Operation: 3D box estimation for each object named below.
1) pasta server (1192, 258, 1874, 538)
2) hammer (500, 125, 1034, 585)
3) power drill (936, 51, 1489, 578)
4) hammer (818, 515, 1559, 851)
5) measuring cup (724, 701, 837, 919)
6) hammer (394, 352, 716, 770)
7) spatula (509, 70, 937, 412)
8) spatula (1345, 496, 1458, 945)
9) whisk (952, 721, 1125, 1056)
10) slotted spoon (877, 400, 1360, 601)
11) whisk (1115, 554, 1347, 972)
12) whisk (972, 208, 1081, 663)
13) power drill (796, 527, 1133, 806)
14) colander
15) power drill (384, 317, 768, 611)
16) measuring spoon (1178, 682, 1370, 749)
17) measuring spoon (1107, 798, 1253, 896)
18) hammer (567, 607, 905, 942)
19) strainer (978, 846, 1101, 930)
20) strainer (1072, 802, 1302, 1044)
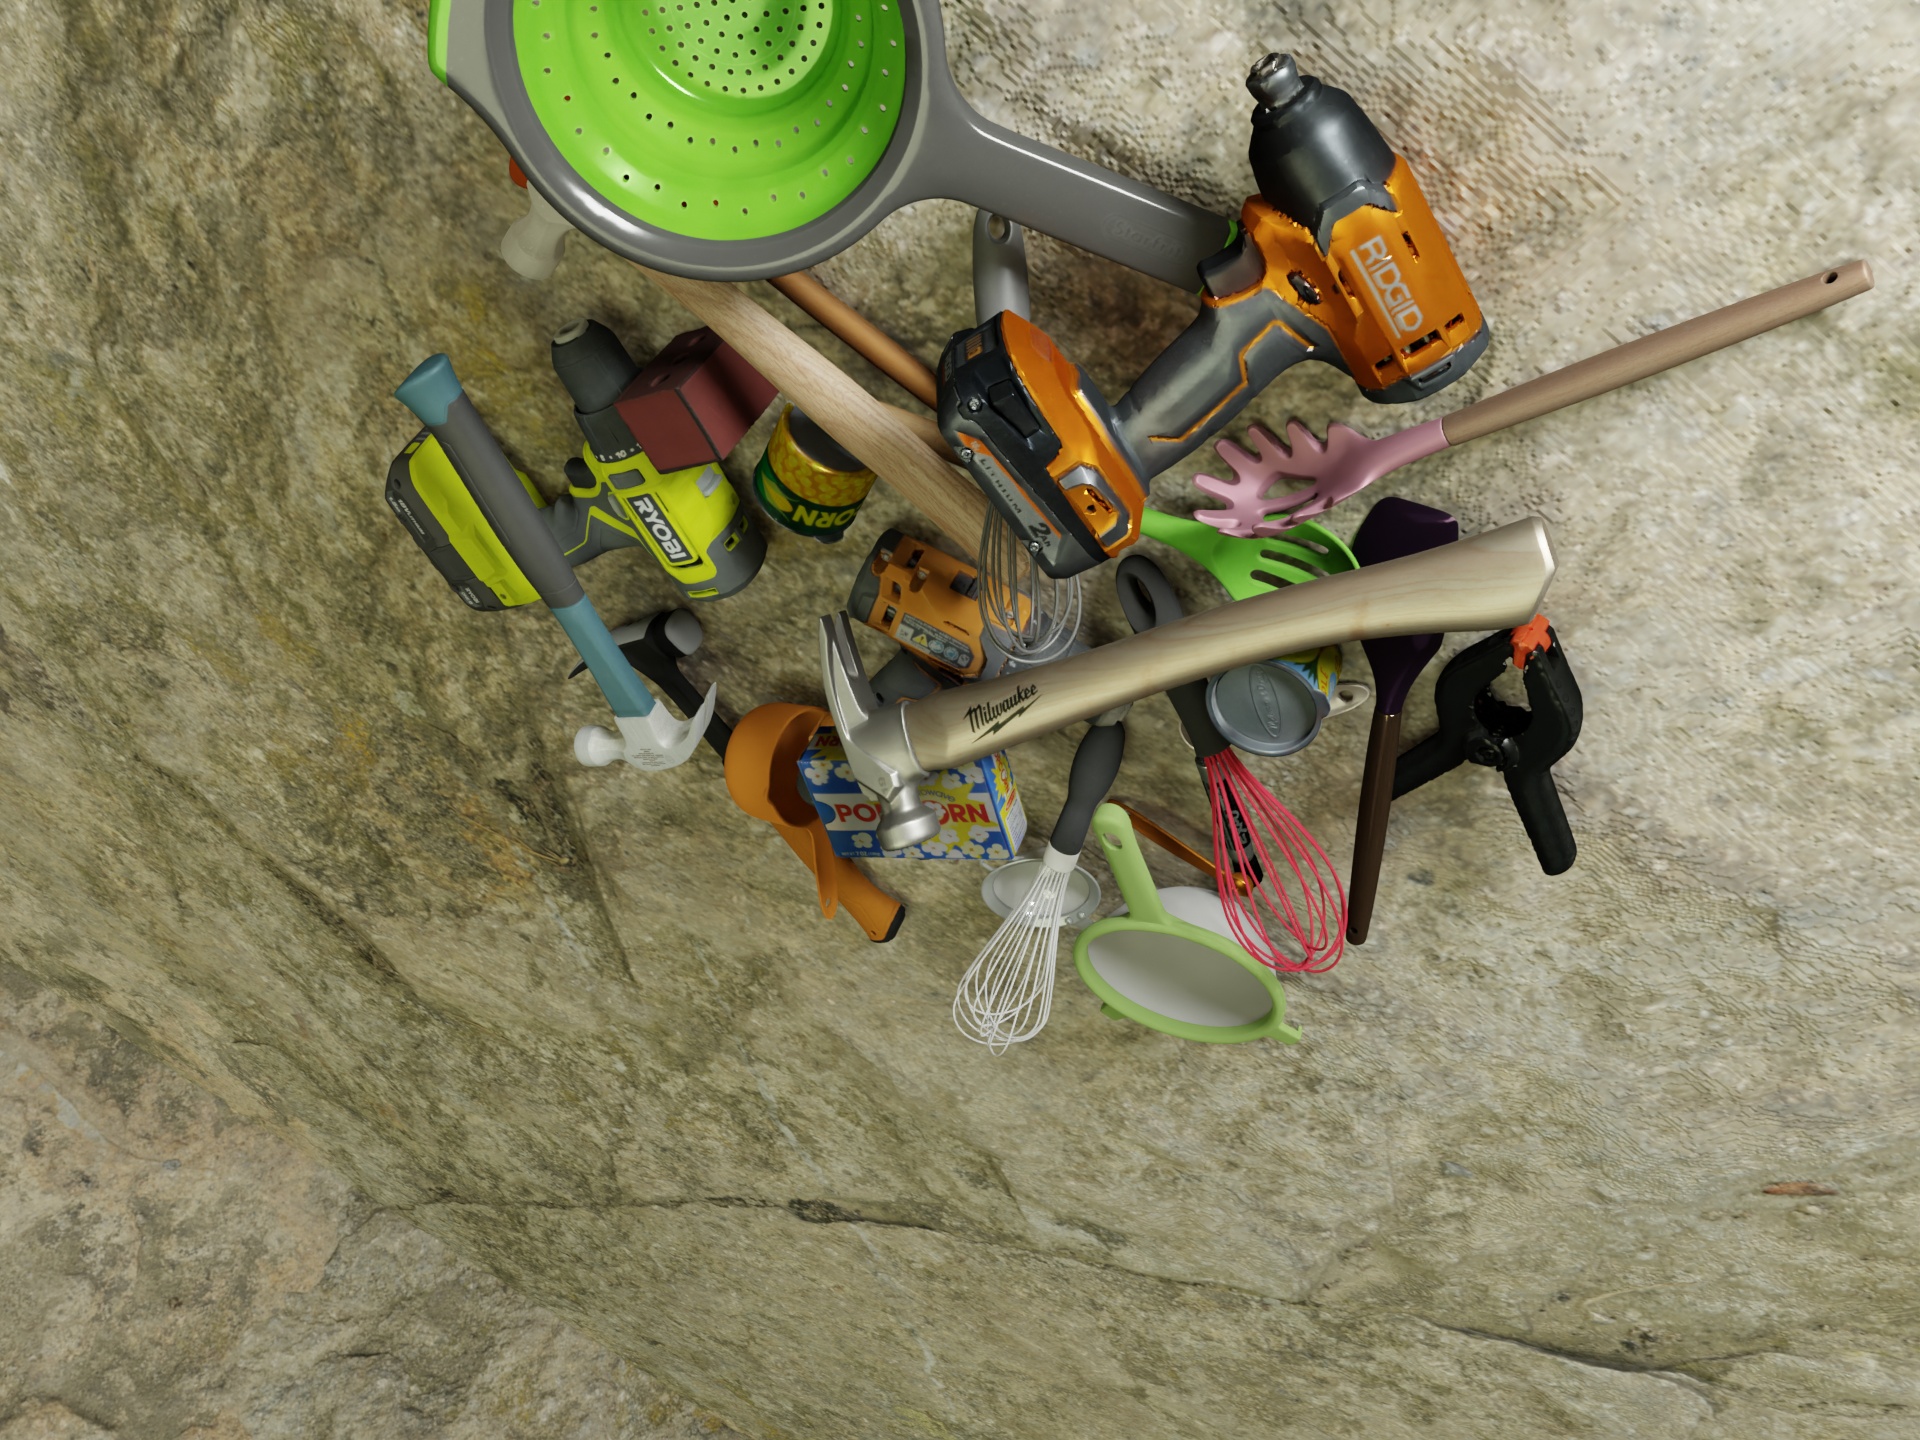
[{"bbox_3d":[0.250,-0.148,0.744,0.316,0.060,0.040,-17,151,40],"label":"pasta server"},{"bbox_3d":[-0.086,-0.189,0.849,0.331,0.031,0.130,39,135,-12],"label":"hammer"},{"bbox_3d":[0.101,-0.178,0.715,0.226,0.084,0.164,-28,123,19],"label":"power drill"},{"bbox_3d":[0.109,-0.043,0.865,0.410,0.038,0.146,-17,95,26],"label":"hammer"},{"bbox_3d":[-0.124,0.067,1.157,0.052,0.095,0.173,11,122,31],"label":"measuring cup"},{"bbox_3d":[-0.260,-0.088,1.016,0.128,0.033,0.330,-1,135,26],"label":"hammer"},{"bbox_3d":[-0.093,-0.231,0.865,0.322,0.041,0.081,36,139,-10],"label":"spatula"},{"bbox_3d":[0.241,0.012,0.913,0.060,0.018,0.315,23,135,32],"label":"spatula"},{"bbox_3d":[0.060,0.117,1.089,0.070,0.070,0.284,23,119,8],"label":"whisk"},{"bbox_3d":[0.072,-0.123,0.873,0.314,0.031,0.070,22,127,4],"label":"slotted spoon"},{"bbox_3d":[0.159,0.033,0.957,0.073,0.073,0.295,-12,112,40],"label":"whisk"},{"bbox_3d":[0.030,-0.146,0.820,0.055,0.055,0.239,4,109,29],"label":"whisk"},{"bbox_3d":[-0.002,-0.003,1.034,0.185,0.084,0.226,27,138,1],"label":"power drill"},{"bbox_3d":[-0.033,-0.288,0.736,0.397,0.095,0.204,17,129,-14],"label":"colander"},{"bbox_3d":[-0.257,-0.155,1.025,0.228,0.080,0.190,-5,132,32],"label":"power drill"},{"bbox_3d":[0.190,-0.007,0.961,0.124,0.018,0.034,-15,116,34],"label":"measuring spoon"},{"bbox_3d":[0.148,0.083,1.070,0.117,0.011,0.021,33,154,22],"label":"measuring spoon"},{"bbox_3d":[-0.156,0.055,1.227,0.127,0.034,0.336,-14,125,40],"label":"hammer"},{"bbox_3d":[0.102,0.159,1.176,0.087,0.050,0.258,-28,122,33],"label":"strainer"},{"bbox_3d":[0.141,0.124,1.079,0.151,0.069,0.256,2,139,29],"label":"strainer"}]
